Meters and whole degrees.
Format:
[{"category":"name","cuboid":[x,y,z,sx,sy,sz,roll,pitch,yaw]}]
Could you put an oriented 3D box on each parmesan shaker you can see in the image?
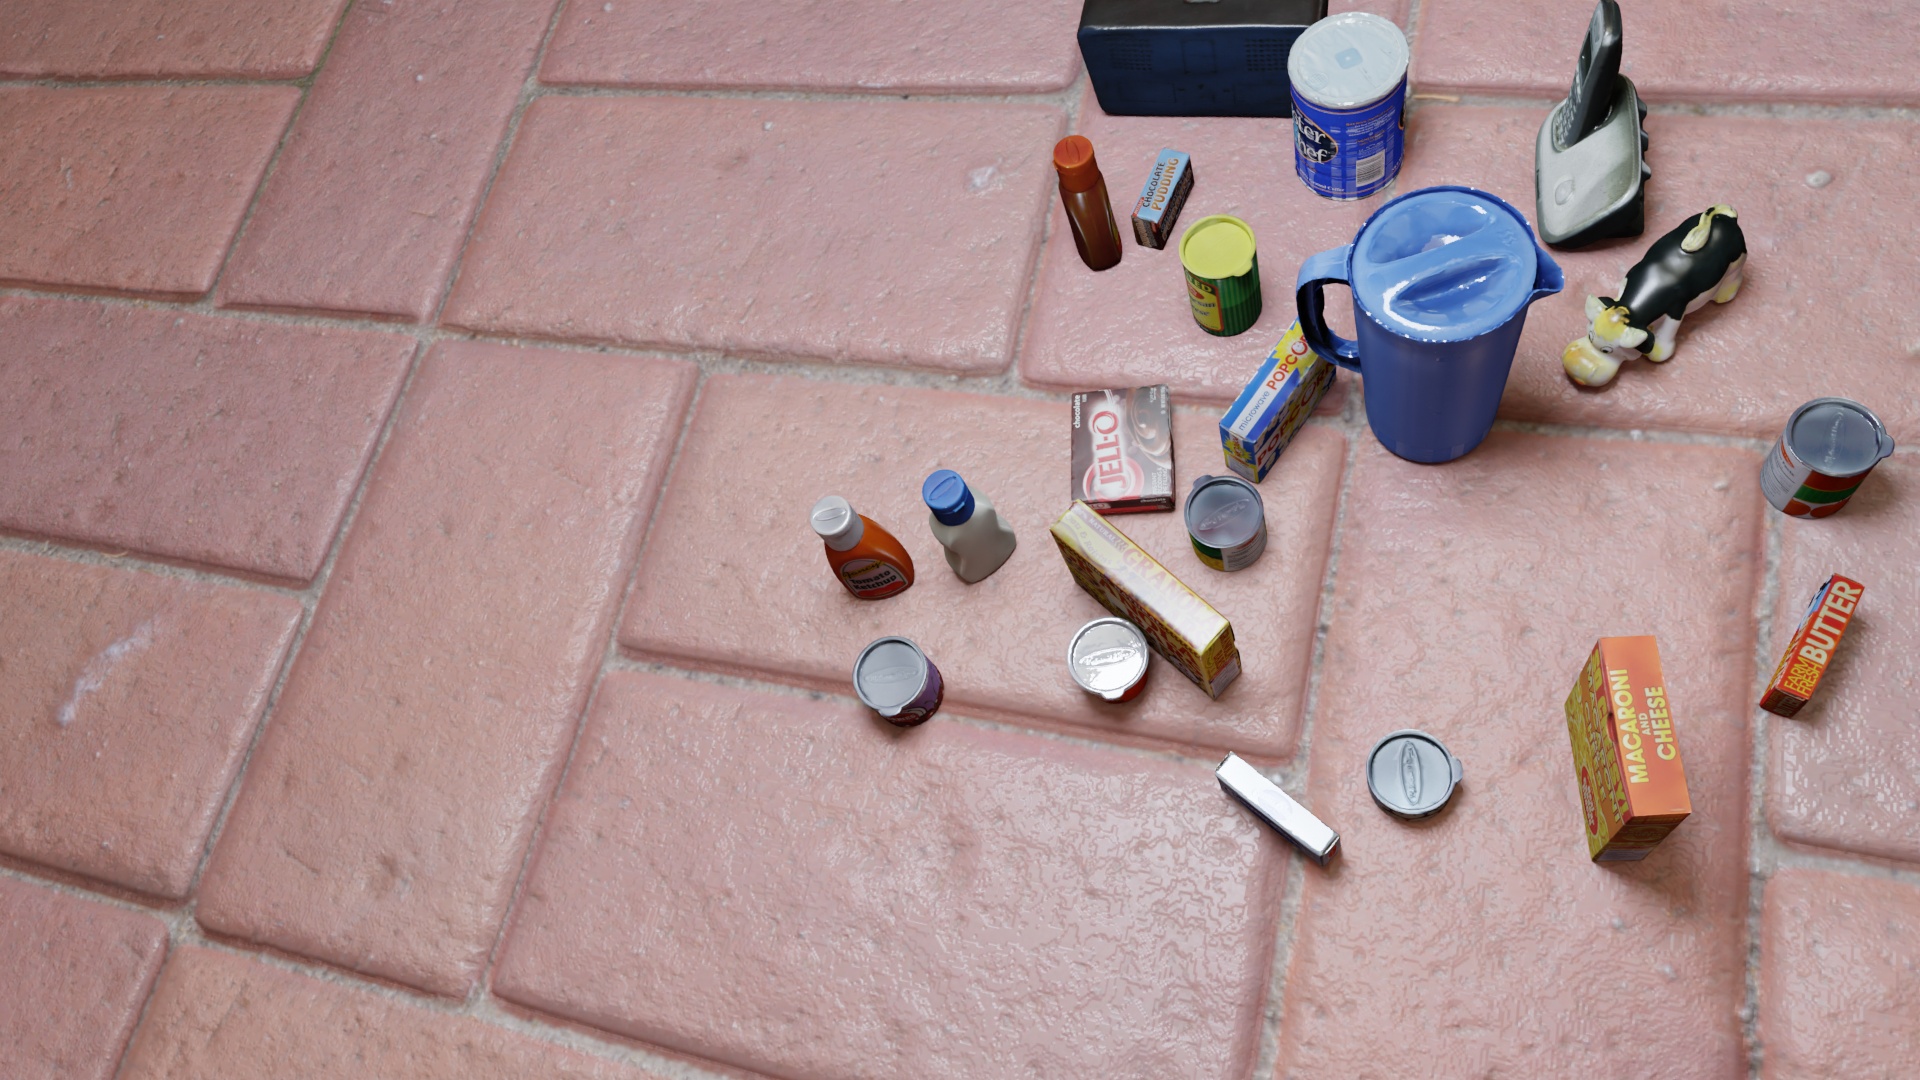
[{"category":"parmesan shaker","cuboid":[0.238,-0.235,1.252,0.071,0.102,0.071,-6,66,13]}]

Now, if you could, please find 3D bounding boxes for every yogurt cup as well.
[{"category":"yogurt cup","cuboid":[0.126,0.103,1.161,0.072,0.053,0.072,-6,66,13]}]

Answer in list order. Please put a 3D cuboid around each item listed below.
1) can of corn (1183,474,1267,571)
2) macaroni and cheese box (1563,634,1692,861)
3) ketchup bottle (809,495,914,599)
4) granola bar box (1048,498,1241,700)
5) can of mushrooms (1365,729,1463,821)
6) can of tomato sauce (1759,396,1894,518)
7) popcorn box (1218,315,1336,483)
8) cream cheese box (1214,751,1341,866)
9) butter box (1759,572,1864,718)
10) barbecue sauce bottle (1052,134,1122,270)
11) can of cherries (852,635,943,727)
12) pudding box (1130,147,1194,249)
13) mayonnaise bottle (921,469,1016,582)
[{"category":"can of corn","cuboid":[0.225,-0.016,1.184,0.071,0.058,0.071,-6,66,13]},{"category":"macaroni and cheese box","cuboid":[0.467,0.151,0.981,0.040,0.166,0.124,-6,66,14]},{"category":"ketchup bottle","cuboid":[-0.090,0.006,1.212,0.065,0.148,0.044,-15,64,9]},{"category":"granola bar box","cuboid":[0.154,0.049,1.139,0.039,0.124,0.166,-46,63,-6]},{"category":"can of mushrooms","cuboid":[0.351,0.182,1.075,0.071,0.033,0.071,-6,66,13]},{"category":"can of tomato sauce","cuboid":[0.663,-0.062,1.067,0.071,0.083,0.071,-6,66,13]},{"category":"popcorn box","cuboid":[0.275,-0.121,1.201,0.038,0.085,0.127,33,79,25]},{"category":"cream cheese box","cuboid":[0.247,0.210,1.081,0.104,0.053,0.024,38,81,26]},{"category":"butter box","cuboid":[0.631,0.079,1.030,0.024,0.053,0.104,28,77,25]},{"category":"barbecue sauce bottle","cuboid":[0.117,-0.317,1.297,0.043,0.148,0.065,-19,64,7]},{"category":"can of cherries","cuboid":[-0.053,0.125,1.200,0.071,0.058,0.072,-6,66,13]},{"category":"pudding box","cuboid":[0.194,-0.329,1.336,0.030,0.049,0.084,20,74,23]},{"category":"mayonnaise bottle","cuboid":[0.004,-0.015,1.195,0.065,0.147,0.041,-41,63,-4]}]
